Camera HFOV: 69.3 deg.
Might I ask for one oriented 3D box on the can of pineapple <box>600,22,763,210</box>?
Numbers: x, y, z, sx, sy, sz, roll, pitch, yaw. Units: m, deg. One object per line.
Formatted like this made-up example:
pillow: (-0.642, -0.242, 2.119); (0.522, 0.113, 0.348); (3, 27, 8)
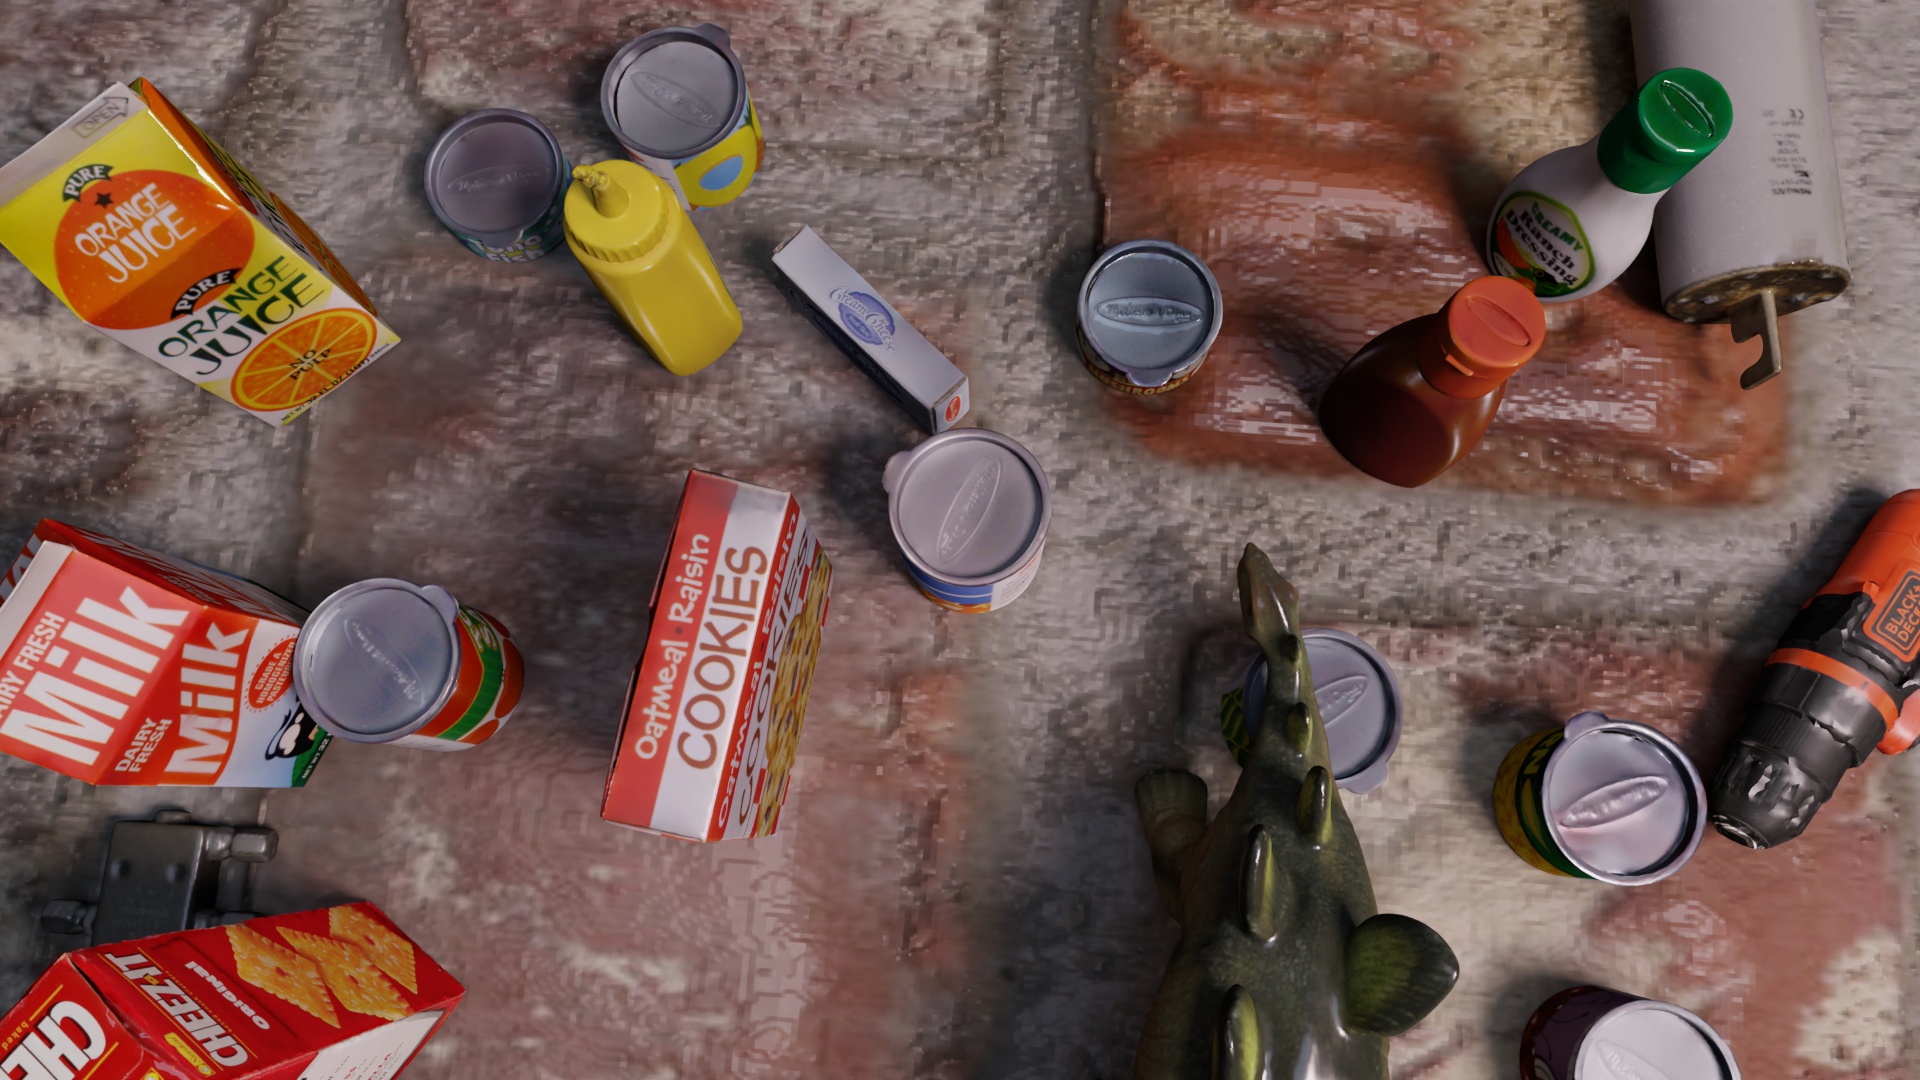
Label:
can of pineapple: (-0.127, -0.198, 0.653); (0.071, 0.057, 0.071); (0, 78, 0)

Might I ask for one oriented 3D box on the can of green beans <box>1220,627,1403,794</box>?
can of green beans: (0.148, 0.074, 0.594); (0.071, 0.057, 0.071); (0, 78, 0)

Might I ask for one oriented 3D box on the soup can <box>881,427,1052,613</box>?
soup can: (0.002, -0.008, 0.599); (0.071, 0.083, 0.071); (0, 79, 1)

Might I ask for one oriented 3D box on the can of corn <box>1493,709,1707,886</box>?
can of corn: (0.266, 0.108, 0.586); (0.071, 0.058, 0.071); (0, 78, 0)

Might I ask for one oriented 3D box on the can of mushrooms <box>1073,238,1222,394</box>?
can of mushrooms: (0.086, -0.101, 0.644); (0.071, 0.033, 0.071); (0, 78, 0)

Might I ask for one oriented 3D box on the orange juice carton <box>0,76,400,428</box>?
orange juice carton: (-0.315, -0.118, 0.569); (0.072, 0.192, 0.073); (-39, 81, -7)

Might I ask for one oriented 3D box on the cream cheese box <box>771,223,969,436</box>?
cream cheese box: (-0.040, -0.094, 0.633); (0.104, 0.053, 0.024); (44, 82, 9)

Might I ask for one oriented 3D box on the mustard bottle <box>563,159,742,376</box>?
mustard bottle: (-0.133, -0.120, 0.585); (0.049, 0.160, 0.065); (-39, 81, -7)

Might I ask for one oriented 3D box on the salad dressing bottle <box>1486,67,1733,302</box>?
salad dressing bottle: (0.274, -0.149, 0.594); (0.044, 0.147, 0.064); (-37, 81, -6)

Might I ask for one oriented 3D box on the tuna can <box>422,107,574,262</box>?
tuna can: (-0.216, -0.166, 0.660); (0.071, 0.032, 0.071); (0, 78, 0)

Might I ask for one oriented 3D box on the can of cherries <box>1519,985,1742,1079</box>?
can of cherries: (0.267, 0.219, 0.563); (0.071, 0.058, 0.071); (0, 78, 0)

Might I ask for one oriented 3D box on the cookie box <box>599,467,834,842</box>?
cookie box: (-0.089, 0.053, 0.545); (0.040, 0.167, 0.123); (11, 79, 3)

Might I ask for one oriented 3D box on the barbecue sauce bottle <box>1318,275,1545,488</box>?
barbecue sauce bottle: (0.196, -0.065, 0.577); (0.065, 0.148, 0.044); (40, 82, 8)

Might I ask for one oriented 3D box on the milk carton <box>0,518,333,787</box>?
milk carton: (-0.310, 0.047, 0.536); (0.073, 0.190, 0.072); (27, 80, 6)

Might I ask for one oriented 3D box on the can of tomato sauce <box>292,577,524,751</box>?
can of tomato sauce: (-0.229, 0.053, 0.589); (0.071, 0.083, 0.071); (0, 79, 1)
